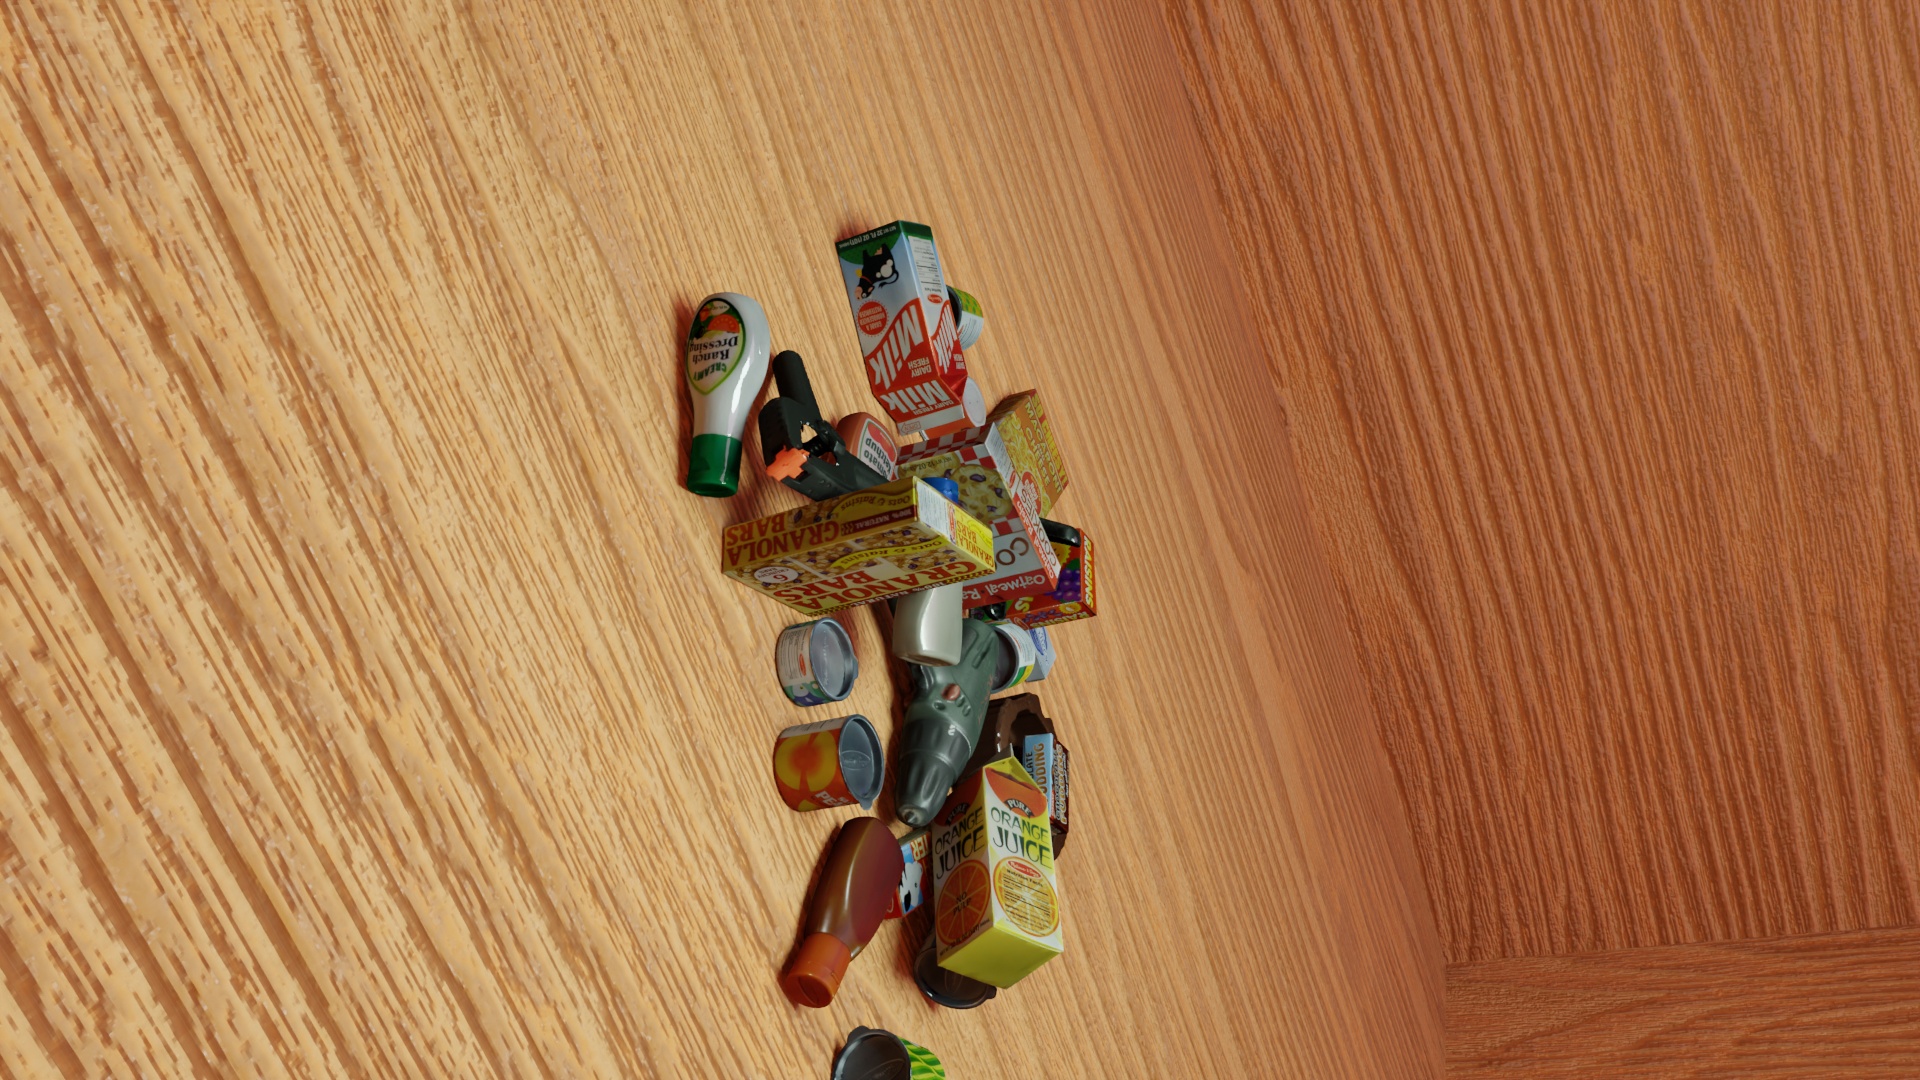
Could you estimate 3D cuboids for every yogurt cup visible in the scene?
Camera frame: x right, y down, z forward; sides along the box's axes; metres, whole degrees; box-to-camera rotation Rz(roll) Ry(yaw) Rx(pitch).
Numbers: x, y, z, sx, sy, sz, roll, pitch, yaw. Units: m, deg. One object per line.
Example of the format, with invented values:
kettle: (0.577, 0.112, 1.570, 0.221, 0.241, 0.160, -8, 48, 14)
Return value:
yogurt cup: (-0.010, -0.132, 1.390, 0.072, 0.054, 0.073, 44, 39, -51)

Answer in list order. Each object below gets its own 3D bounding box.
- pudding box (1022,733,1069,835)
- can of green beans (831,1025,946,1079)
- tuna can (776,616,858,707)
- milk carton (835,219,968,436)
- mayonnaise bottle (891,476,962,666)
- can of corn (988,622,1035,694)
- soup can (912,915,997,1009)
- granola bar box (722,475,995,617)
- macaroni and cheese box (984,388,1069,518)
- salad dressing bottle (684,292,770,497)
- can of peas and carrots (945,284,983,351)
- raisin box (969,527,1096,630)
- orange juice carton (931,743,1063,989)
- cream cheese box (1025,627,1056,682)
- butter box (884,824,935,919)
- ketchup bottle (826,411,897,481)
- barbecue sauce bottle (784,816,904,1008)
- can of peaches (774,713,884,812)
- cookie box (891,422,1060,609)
pudding box: (0.079, 0.226, 1.289, 0.049, 0.030, 0.084, 49, 37, -49)
can of green beans: (-0.051, 0.395, 1.008, 0.057, 0.071, 0.071, 47, 37, -49)
tuna can: (-0.110, 0.095, 1.077, 0.071, 0.033, 0.071, 42, 42, -52)
milk carton: (-0.050, -0.199, 1.316, 0.073, 0.072, 0.190, -16, 91, -66)
mayonnaise bottle: (-0.023, 0.024, 1.116, 0.064, 0.041, 0.148, 25, 63, -53)
can of corn: (0.031, 0.113, 1.337, 0.058, 0.071, 0.071, 1, 77, -71)
soup can: (0.007, 0.338, 1.159, 0.071, 0.071, 0.084, 68, 25, -19)
granola bar box: (-0.075, 0.007, 1.039, 0.124, 0.165, 0.039, 35, 46, -56)
macaroni and cheese box: (0.064, -0.085, 1.545, 0.123, 0.040, 0.167, 69, 26, -16)
salad dressing bottle: (-0.174, -0.106, 1.015, 0.044, 0.064, 0.148, 33, 56, -60)
can of peas and carrots: (-0.019, -0.227, 1.409, 0.059, 0.071, 0.071, -1, 79, -66)
raisin box: (0.072, 0.044, 1.392, 0.040, 0.123, 0.086, 46, 38, -49)
orange juice carton: (0.026, 0.259, 1.141, 0.073, 0.071, 0.194, 29, 34, -27)
cream cheese box: (0.070, 0.094, 1.483, 0.103, 0.024, 0.053, 69, 24, -17)
butter box: (-0.039, 0.272, 1.150, 0.104, 0.024, 0.053, -7, 83, -66)
ketchup bottle: (-0.092, -0.039, 1.176, 0.064, 0.043, 0.149, 53, 34, -35)
barbecue sauce bottle: (-0.086, 0.275, 1.025, 0.064, 0.043, 0.149, 65, 27, -24)
can of peaches: (-0.097, 0.169, 1.036, 0.071, 0.058, 0.071, 43, 41, -53)
cookie box: (0.005, -0.016, 1.276, 0.166, 0.123, 0.040, 64, 27, -27)
